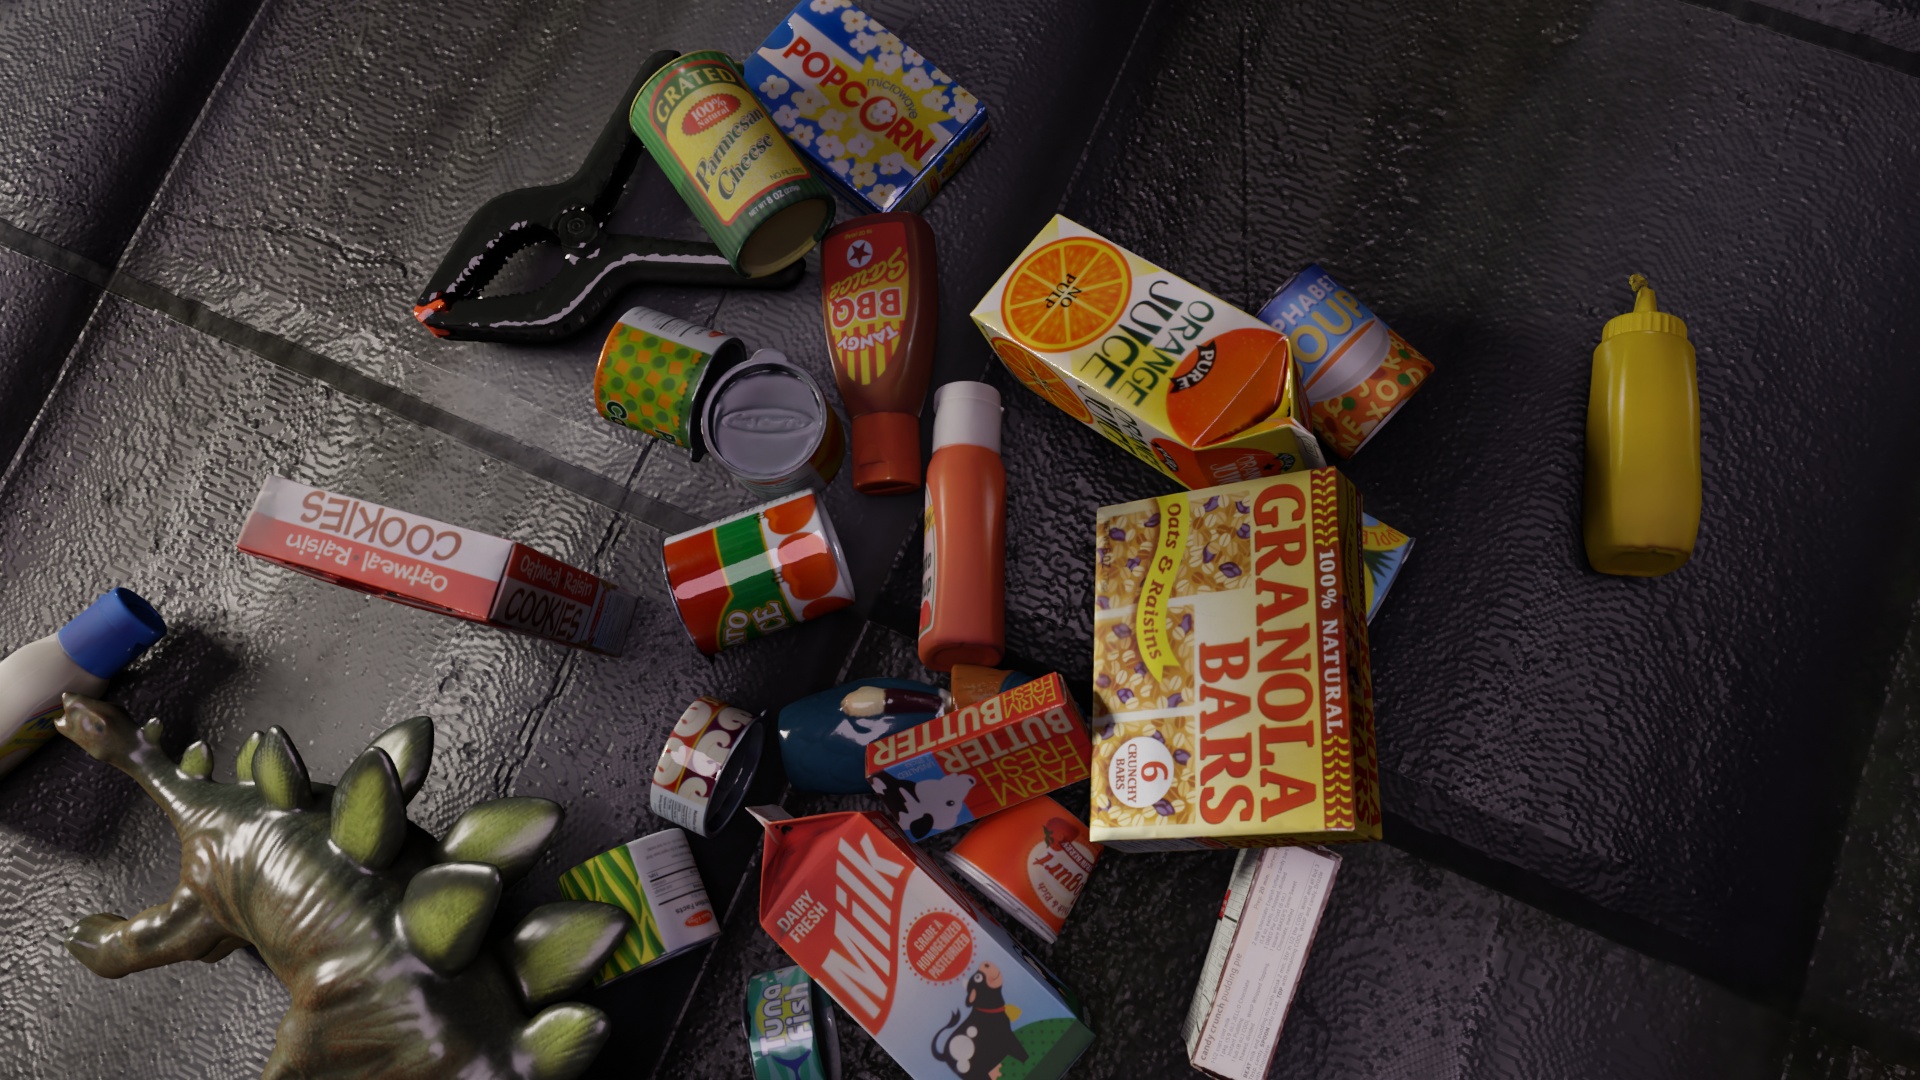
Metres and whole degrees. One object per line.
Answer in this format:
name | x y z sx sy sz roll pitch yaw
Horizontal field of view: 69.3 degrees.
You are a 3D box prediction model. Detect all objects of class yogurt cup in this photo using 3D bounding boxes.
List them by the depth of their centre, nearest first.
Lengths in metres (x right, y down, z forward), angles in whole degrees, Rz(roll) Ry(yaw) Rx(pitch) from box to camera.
yogurt cup | 0.034 0.156 0.684 0.072 0.072 0.054 36 76 11

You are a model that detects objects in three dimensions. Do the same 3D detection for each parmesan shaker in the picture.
parmesan shaker | -0.119 -0.202 0.743 0.071 0.071 0.103 -36 79 -3

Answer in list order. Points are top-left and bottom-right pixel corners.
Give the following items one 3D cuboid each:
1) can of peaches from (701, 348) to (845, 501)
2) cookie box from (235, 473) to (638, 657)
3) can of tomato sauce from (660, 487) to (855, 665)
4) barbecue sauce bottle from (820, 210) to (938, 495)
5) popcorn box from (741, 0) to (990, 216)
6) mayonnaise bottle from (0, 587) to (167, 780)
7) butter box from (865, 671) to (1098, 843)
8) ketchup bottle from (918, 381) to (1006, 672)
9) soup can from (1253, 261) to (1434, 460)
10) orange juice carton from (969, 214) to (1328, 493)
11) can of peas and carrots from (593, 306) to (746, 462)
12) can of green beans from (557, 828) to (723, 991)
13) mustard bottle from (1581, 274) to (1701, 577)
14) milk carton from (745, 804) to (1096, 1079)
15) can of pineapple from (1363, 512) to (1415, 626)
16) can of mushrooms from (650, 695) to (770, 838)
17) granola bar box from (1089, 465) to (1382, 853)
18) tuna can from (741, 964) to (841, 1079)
can of peaches | -0.098 -0.060 0.742 0.071 0.058 0.071 -1 78 5
cookie box | -0.247 0.018 0.682 0.123 0.167 0.040 14 81 8
can of tomato sauce | -0.103 0.018 0.722 0.083 0.071 0.071 -20 78 0
barbecue sauce bottle | -0.042 -0.100 0.752 0.065 0.043 0.149 -8 77 23
popcorn box | -0.057 -0.244 0.788 0.127 0.038 0.085 40 85 11
mayonnaise bottle | -0.500 0.086 0.745 0.148 0.064 0.041 -41 86 -8
butter box | 0.012 0.104 0.662 0.103 0.053 0.024 -23 34 11
ketchup bottle | 0.003 -0.009 0.724 0.043 0.064 0.149 3 70 -4
soup can | 0.191 -0.093 0.718 0.084 0.071 0.071 44 85 11
orange juice carton | 0.104 -0.081 0.691 0.193 0.071 0.073 36 84 32
can of peas and carrots | -0.156 -0.084 0.749 0.059 0.071 0.071 20 81 9
can of green beans | -0.160 0.183 0.692 0.071 0.071 0.058 -24 77 0
mustard bottle | 0.346 -0.064 0.704 0.049 0.065 0.160 6 75 10
milk carton | -0.029 0.195 0.676 0.191 0.072 0.073 42 85 12
can of pineapple | 0.186 0.012 0.698 0.058 0.071 0.071 30 83 10
can of mushrooms | -0.126 0.112 0.705 0.033 0.071 0.071 21 81 10
granola bar box | 0.124 0.057 0.641 0.124 0.039 0.166 -10 64 31
tuna can | -0.081 0.239 0.672 0.033 0.071 0.071 -13 78 1
